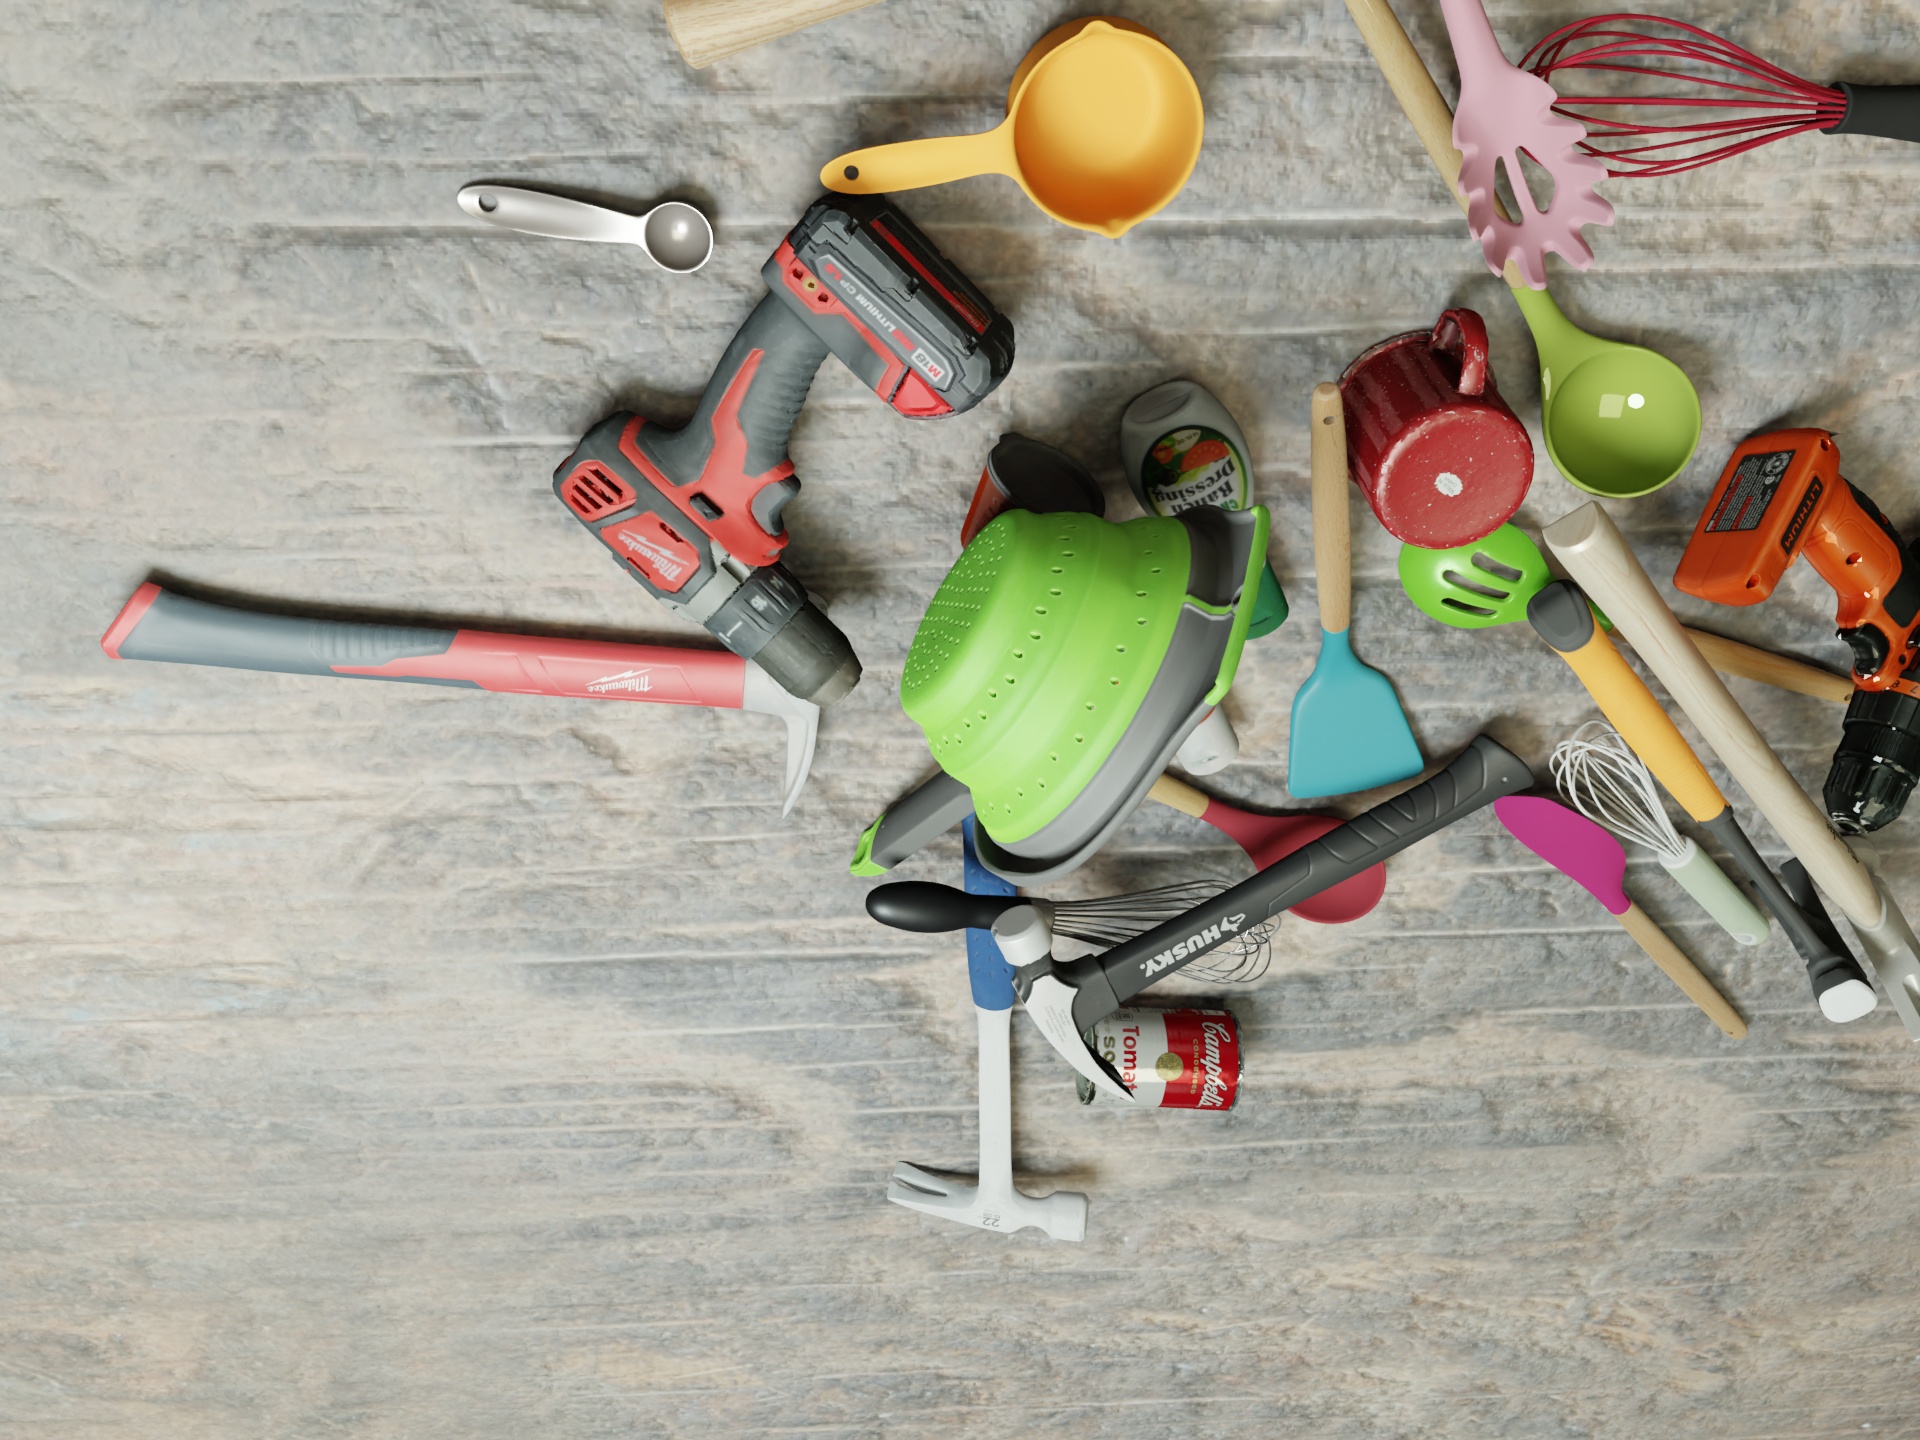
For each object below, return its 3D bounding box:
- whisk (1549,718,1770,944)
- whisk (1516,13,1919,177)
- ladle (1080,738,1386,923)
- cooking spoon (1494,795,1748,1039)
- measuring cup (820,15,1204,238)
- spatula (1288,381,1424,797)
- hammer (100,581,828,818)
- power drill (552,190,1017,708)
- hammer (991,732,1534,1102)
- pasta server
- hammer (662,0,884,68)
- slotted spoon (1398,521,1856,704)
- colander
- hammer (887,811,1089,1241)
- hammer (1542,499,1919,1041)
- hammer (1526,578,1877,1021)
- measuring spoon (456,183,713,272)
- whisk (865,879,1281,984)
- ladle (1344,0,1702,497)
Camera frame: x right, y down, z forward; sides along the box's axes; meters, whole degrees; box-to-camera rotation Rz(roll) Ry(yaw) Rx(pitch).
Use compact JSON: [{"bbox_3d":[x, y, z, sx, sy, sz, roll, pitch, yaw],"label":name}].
[{"bbox_3d":[0.448,0.078,1.003,0.246,0.059,0.058,37,159,-29],"label":"whisk"},{"bbox_3d":[0.388,-0.285,0.739,0.295,0.073,0.073,-1,125,-11],"label":"whisk"},{"bbox_3d":[0.126,0.044,0.969,0.315,0.031,0.069,26,104,-17],"label":"ladle"},{"bbox_3d":[0.444,0.134,1.042,0.318,0.017,0.069,39,156,-31],"label":"cooking spoon"},{"bbox_3d":[0.022,-0.270,0.731,0.173,0.052,0.095,-8,125,4],"label":"measuring cup"},{"bbox_3d":[0.206,-0.060,0.859,0.082,0.044,0.317,-11,145,8],"label":"spatula"},{"bbox_3d":[-0.273,-0.021,0.896,0.386,0.038,0.143,4,126,-6],"label":"hammer"},{"bbox_3d":[-0.073,-0.126,0.790,0.188,0.080,0.226,43,116,-10],"label":"power drill"},{"bbox_3d":[0.192,0.103,0.947,0.335,0.035,0.146,-27,117,-4],"label":"hammer"},{"bbox_3d":[0.197,-0.328,0.657,0.060,0.040,0.316,-23,117,16],"label":"pasta server"},{"bbox_3d":[0.035,-0.331,0.647,0.331,0.031,0.130,-13,117,15],"label":"hammer"},{"bbox_3d":[0.396,-0.053,0.918,0.313,0.031,0.070,14,126,-14],"label":"slotted spoon"},{"bbox_3d":[-0.001,-0.003,0.817,0.094,0.205,0.397,28,148,-16],"label":"colander"},{"bbox_3d":[0.016,0.195,1.054,0.144,0.035,0.405,4,123,9],"label":"hammer"},{"bbox_3d":[0.448,0.026,0.895,0.038,0.146,0.410,-34,121,26],"label":"hammer"},{"bbox_3d":[0.429,0.036,0.932,0.034,0.127,0.336,-35,116,24],"label":"hammer"},{"bbox_3d":[-0.179,-0.242,0.764,0.124,0.018,0.034,10,124,-2],"label":"measuring spoon"},{"bbox_3d":[0.074,0.121,0.967,0.284,0.070,0.070,8,125,-25],"label":"whisk"},{"bbox_3d":[0.263,-0.227,0.755,0.078,0.062,0.319,-42,122,6],"label":"ladle"}]
